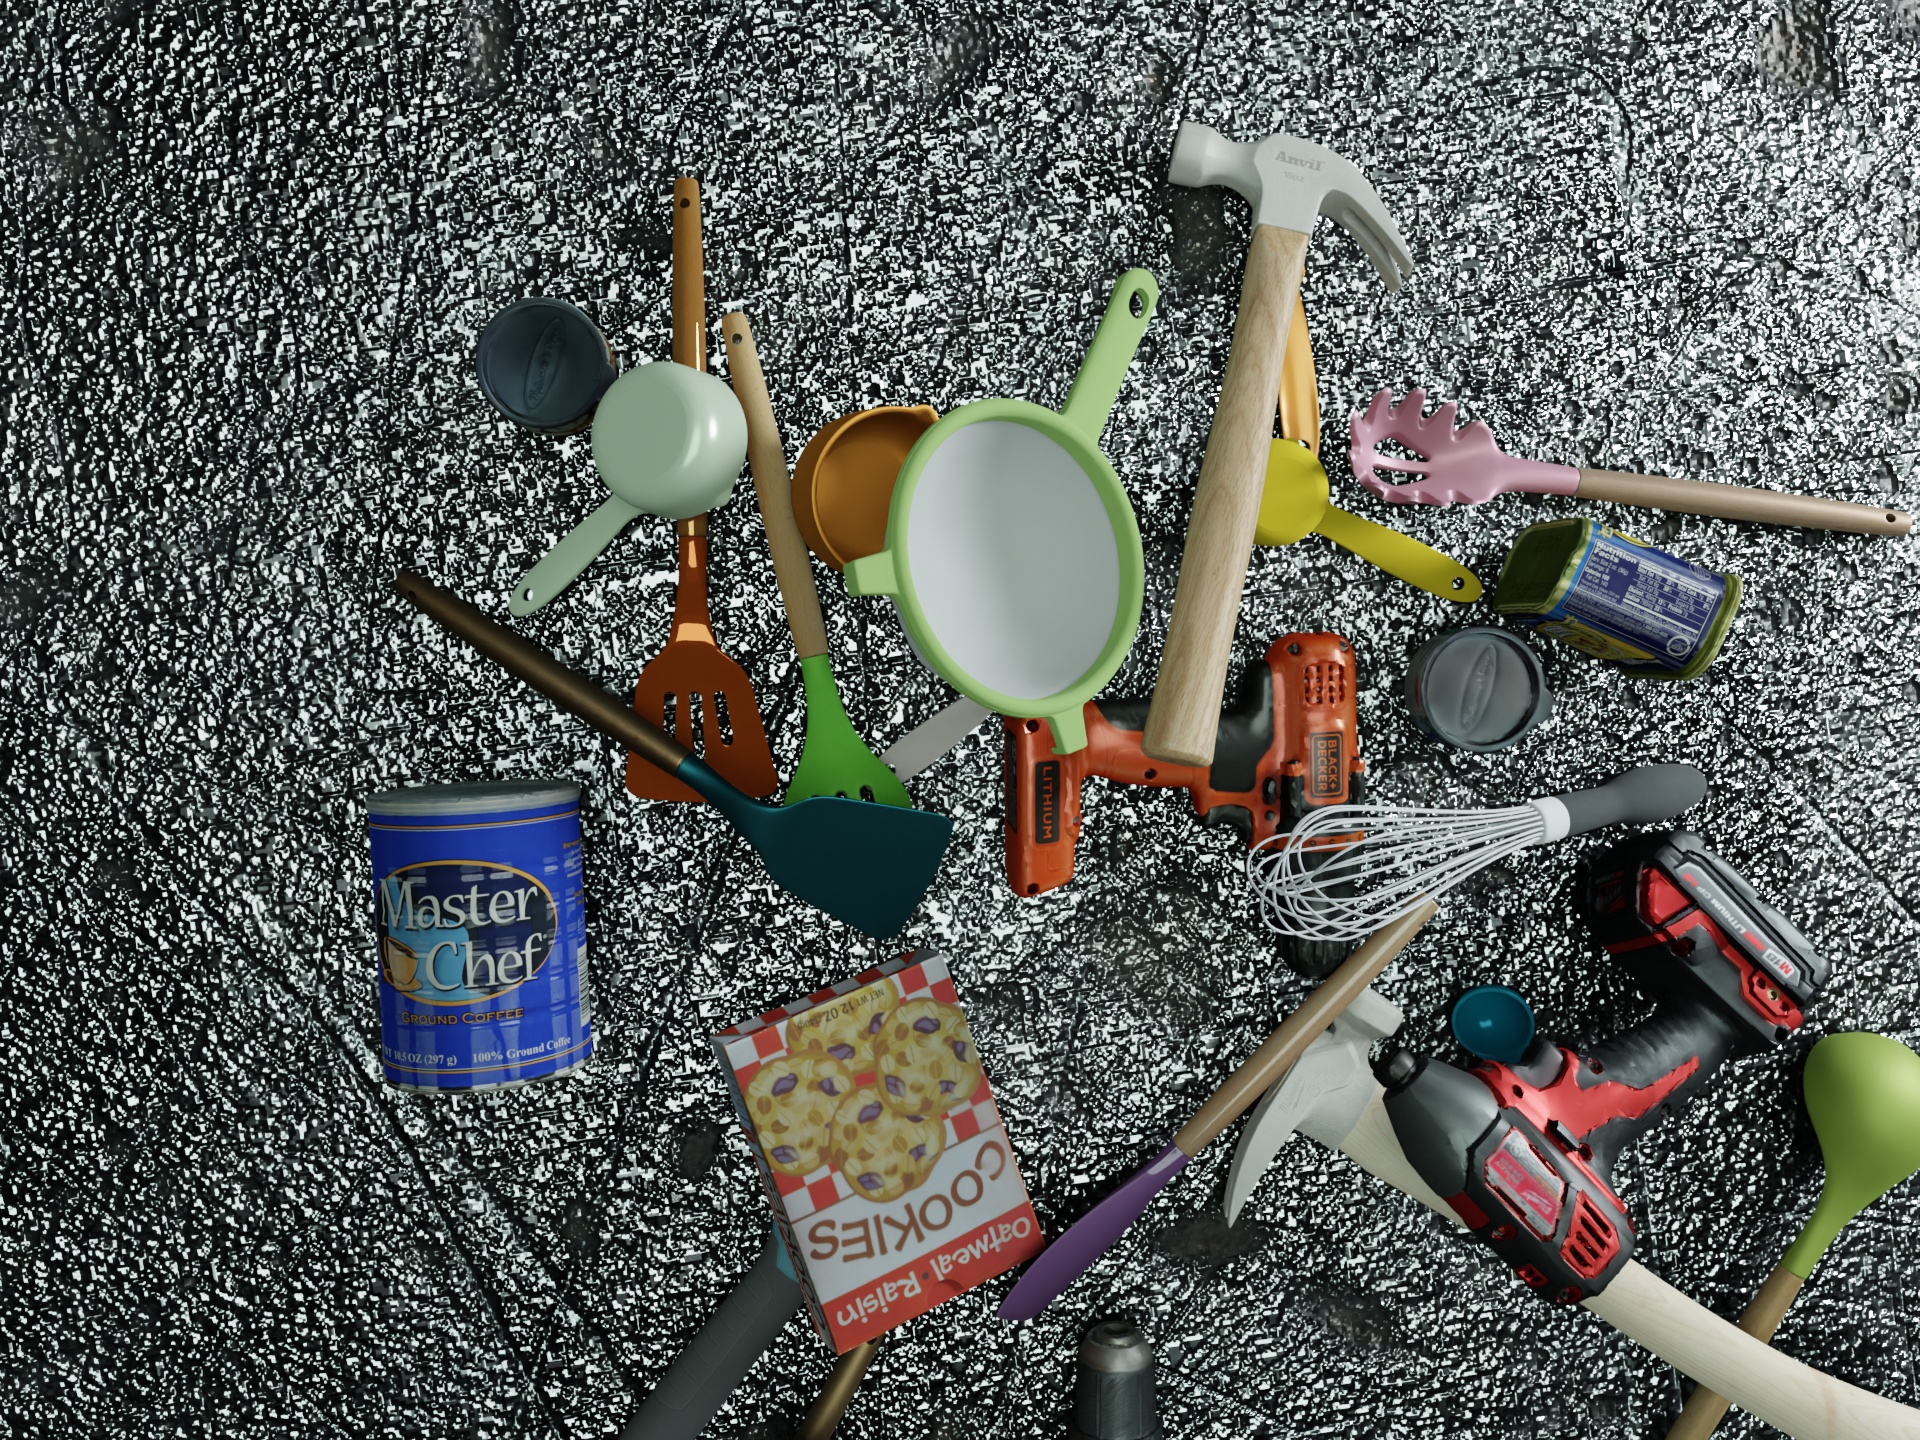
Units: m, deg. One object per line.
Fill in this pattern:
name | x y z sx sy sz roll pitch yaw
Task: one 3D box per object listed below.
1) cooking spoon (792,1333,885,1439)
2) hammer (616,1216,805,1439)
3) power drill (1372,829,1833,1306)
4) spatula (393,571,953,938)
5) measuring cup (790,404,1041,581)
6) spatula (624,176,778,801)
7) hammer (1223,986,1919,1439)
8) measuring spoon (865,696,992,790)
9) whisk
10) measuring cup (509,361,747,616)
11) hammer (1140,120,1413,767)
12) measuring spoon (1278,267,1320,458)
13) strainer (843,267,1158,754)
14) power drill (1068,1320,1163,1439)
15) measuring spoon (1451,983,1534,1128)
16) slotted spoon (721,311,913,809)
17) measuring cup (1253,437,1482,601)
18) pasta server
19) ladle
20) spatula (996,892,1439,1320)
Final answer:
cooking spoon | -0.118 0.456 0.857 0.068 0.017 0.319 29 92 -5
hammer | -0.173 0.393 0.844 0.128 0.033 0.331 38 91 -3
power drill | 0.315 0.164 0.798 0.143 0.078 0.220 45 74 6
spatula | -0.156 0.007 0.810 0.317 0.044 0.082 32 118 10
measuring cup | -0.007 -0.101 0.826 0.173 0.052 0.095 20 89 -28
spatula | -0.139 -0.118 0.828 0.081 0.041 0.322 -1 89 -1
hammer | 0.339 0.305 0.832 0.410 0.038 0.146 32 92 5
measuring spoon | -0.001 -0.003 0.845 0.124 0.018 0.034 -37 105 6
whisk | 0.270 0.057 0.807 0.284 0.070 0.070 -11 93 -22
measuring cup | -0.180 -0.111 0.801 0.167 0.038 0.083 -42 73 14
hammer | 0.142 -0.138 0.796 0.130 0.031 0.331 12 80 1
measuring spoon | 0.177 -0.188 0.845 0.021 0.011 0.117 -7 96 -2
strainer | 0.032 -0.118 0.787 0.151 0.069 0.256 37 64 -28
power drill | 0.005 0.413 0.823 0.226 0.084 0.185 0 93 -13
measuring spoon | 0.301 0.199 0.865 0.042 0.021 0.128 -15 103 22
slotted spoon | -0.084 -0.058 0.828 0.070 0.031 0.314 -13 90 0
measuring cup | 0.209 -0.098 0.837 0.156 0.029 0.062 25 98 -5
pasta server | 0.353 -0.125 0.839 0.316 0.040 0.060 7 82 -4
ladle | 0.433 0.315 0.868 0.078 0.062 0.320 25 98 -8
spatula | 0.133 0.205 0.829 0.316 0.059 0.018 -46 54 5
